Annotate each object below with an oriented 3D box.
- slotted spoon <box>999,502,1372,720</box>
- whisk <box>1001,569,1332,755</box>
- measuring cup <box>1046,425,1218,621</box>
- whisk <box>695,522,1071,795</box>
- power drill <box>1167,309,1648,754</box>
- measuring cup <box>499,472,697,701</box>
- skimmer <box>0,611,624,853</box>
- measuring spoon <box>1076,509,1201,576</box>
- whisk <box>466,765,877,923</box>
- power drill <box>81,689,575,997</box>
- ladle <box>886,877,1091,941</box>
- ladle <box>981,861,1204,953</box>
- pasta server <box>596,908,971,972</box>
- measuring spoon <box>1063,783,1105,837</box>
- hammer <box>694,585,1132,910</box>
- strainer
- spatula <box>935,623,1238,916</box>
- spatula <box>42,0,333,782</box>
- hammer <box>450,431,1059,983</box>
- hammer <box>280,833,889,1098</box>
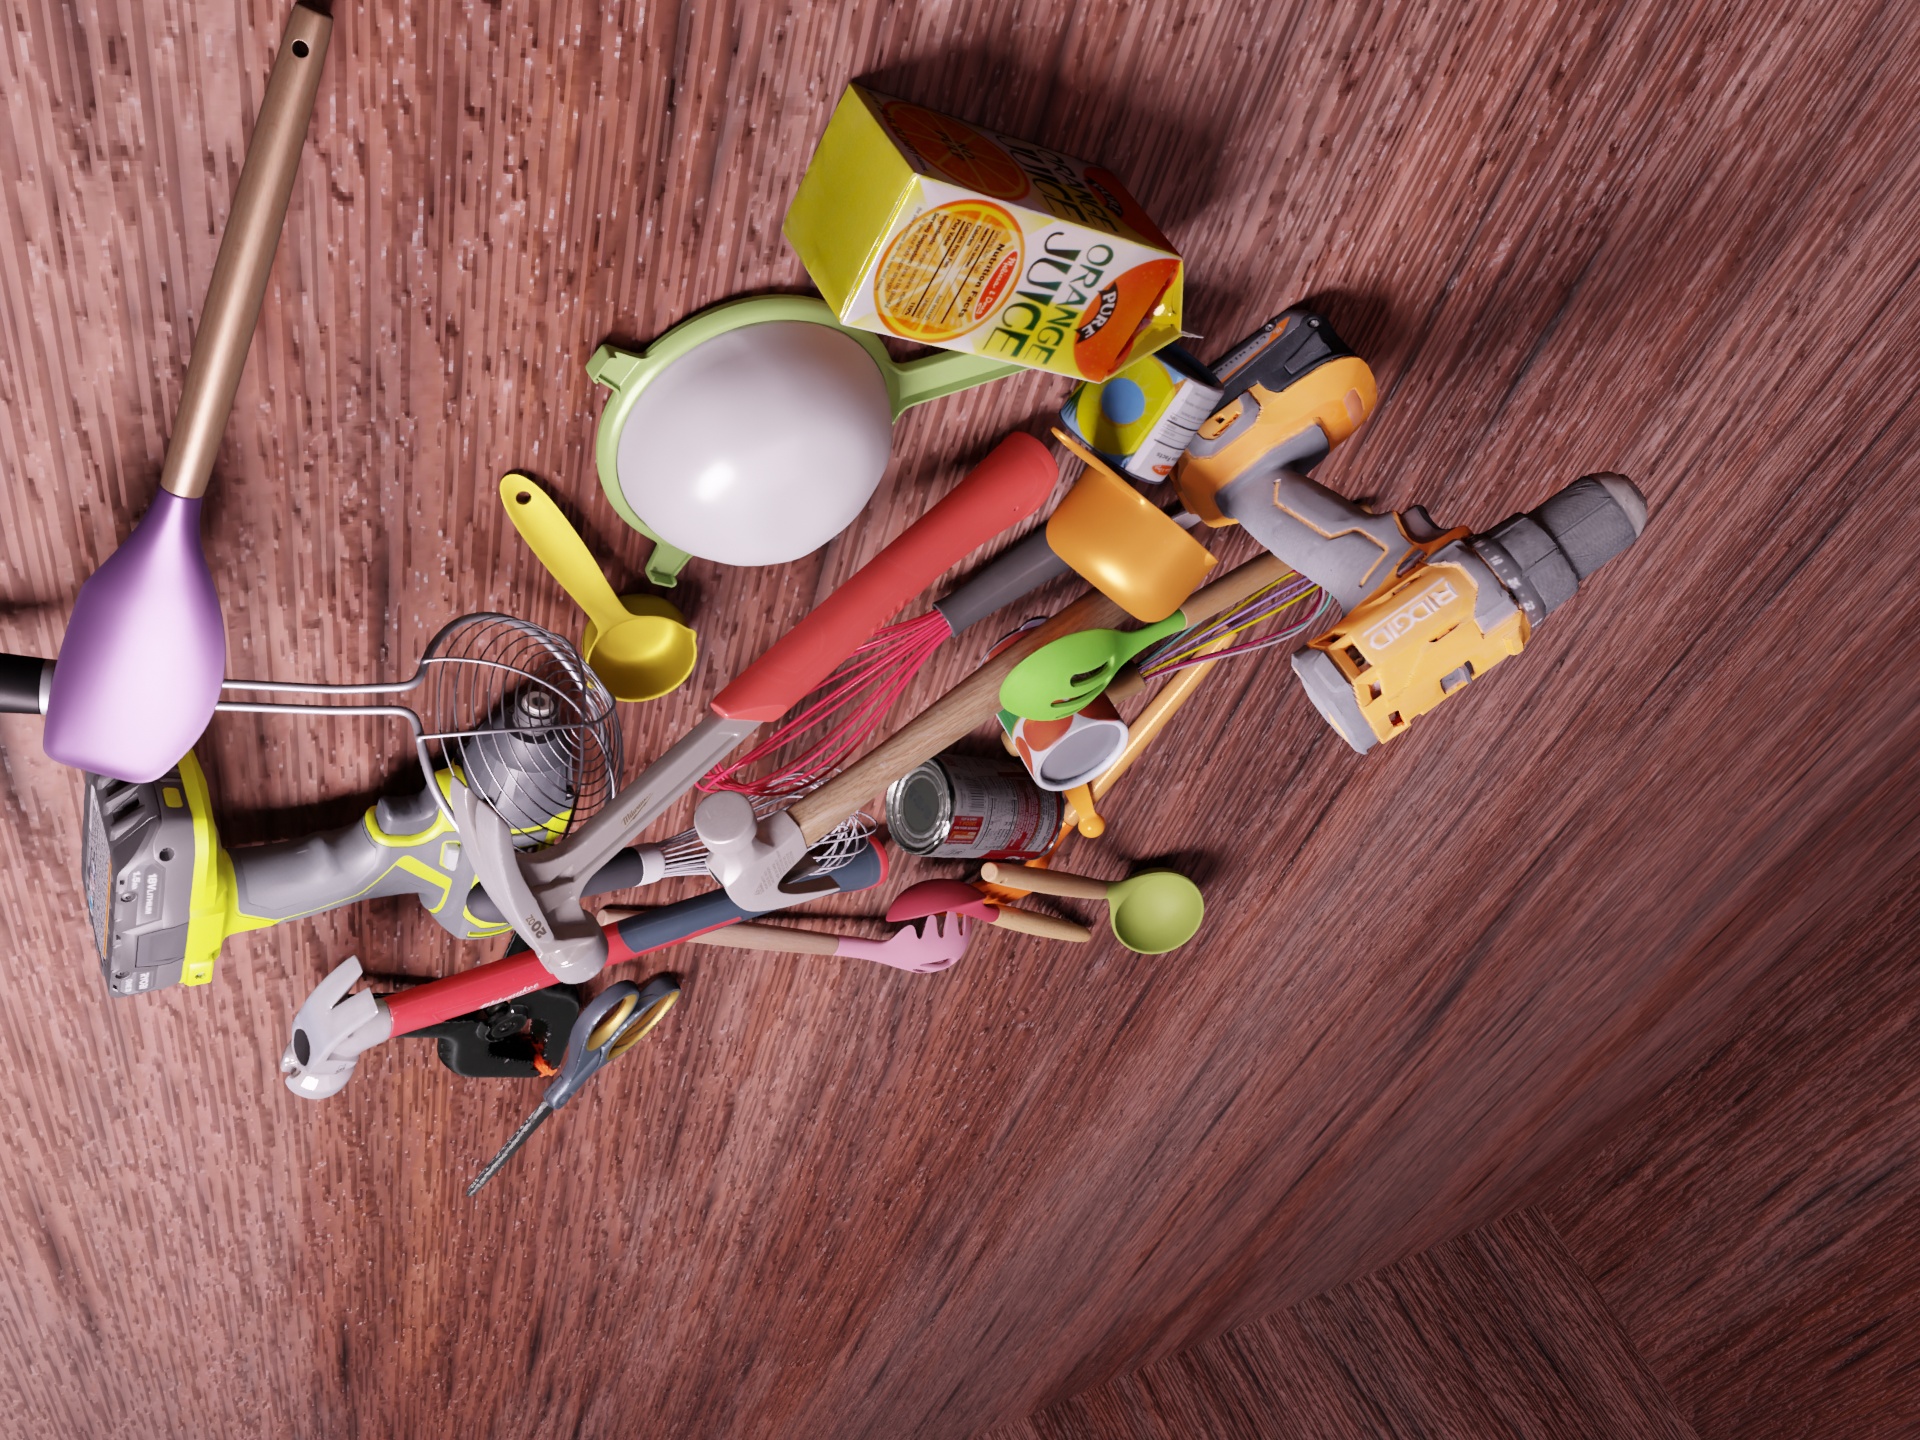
[{"bbox_3d":[0.148,-0.072,0.955,0.314,0.031,0.070,-29,153,-32],"label":"slotted spoon"},{"bbox_3d":[0.137,-0.041,1.046,0.245,0.047,0.051,-29,135,6],"label":"whisk"},{"bbox_3d":[0.070,-0.101,0.823,0.052,0.095,0.173,-52,152,7],"label":"measuring cup"},{"bbox_3d":[-0.026,-0.046,0.902,0.296,0.073,0.073,-33,147,-7],"label":"whisk"},{"bbox_3d":[0.222,-0.117,0.834,0.185,0.226,0.084,-36,147,9],"label":"power drill"},{"bbox_3d":[-0.183,-0.070,0.783,0.062,0.029,0.156,-28,135,1],"label":"measuring cup"},{"bbox_3d":[-0.327,0.002,0.699,0.363,0.127,0.090,3,156,-21],"label":"skimmer"},{"bbox_3d":[0.123,-0.121,0.954,0.124,0.018,0.034,-27,152,9],"label":"measuring spoon"},{"bbox_3d":[-0.157,0.076,0.911,0.284,0.070,0.070,-10,144,-48],"label":"whisk"},{"bbox_3d":[-0.310,0.056,0.802,0.223,0.080,0.171,-8,142,-36],"label":"power drill"},{"bbox_3d":[0.035,0.148,1.196,0.069,0.031,0.315,-12,163,24],"label":"ladle"},{"bbox_3d":[0.101,0.134,1.191,0.078,0.062,0.320,-46,154,14],"label":"ladle"},{"bbox_3d":[-0.113,0.148,1.115,0.316,0.040,0.060,13,142,-40],"label":"pasta server"},{"bbox_3d":[0.077,0.042,1.100,0.021,0.011,0.116,-24,127,3],"label":"measuring spoon"},{"bbox_3d":[-0.001,-0.003,0.906,0.331,0.031,0.130,-36,154,-16],"label":"hammer"},{"bbox_3d":[-0.040,-0.135,0.754,0.256,0.069,0.151,-20,146,-12],"label":"strainer"},{"bbox_3d":[0.086,0.047,1.140,0.081,0.041,0.322,12,125,-47],"label":"spatula"},{"bbox_3d":[-0.281,-0.108,0.592,0.059,0.018,0.315,18,113,-21],"label":"spatula"},{"bbox_3d":[-0.079,-0.033,0.759,0.359,0.037,0.149,-44,153,-24],"label":"hammer"},{"bbox_3d":[-0.193,0.124,0.942,0.386,0.038,0.143,-15,162,-39],"label":"hammer"}]
